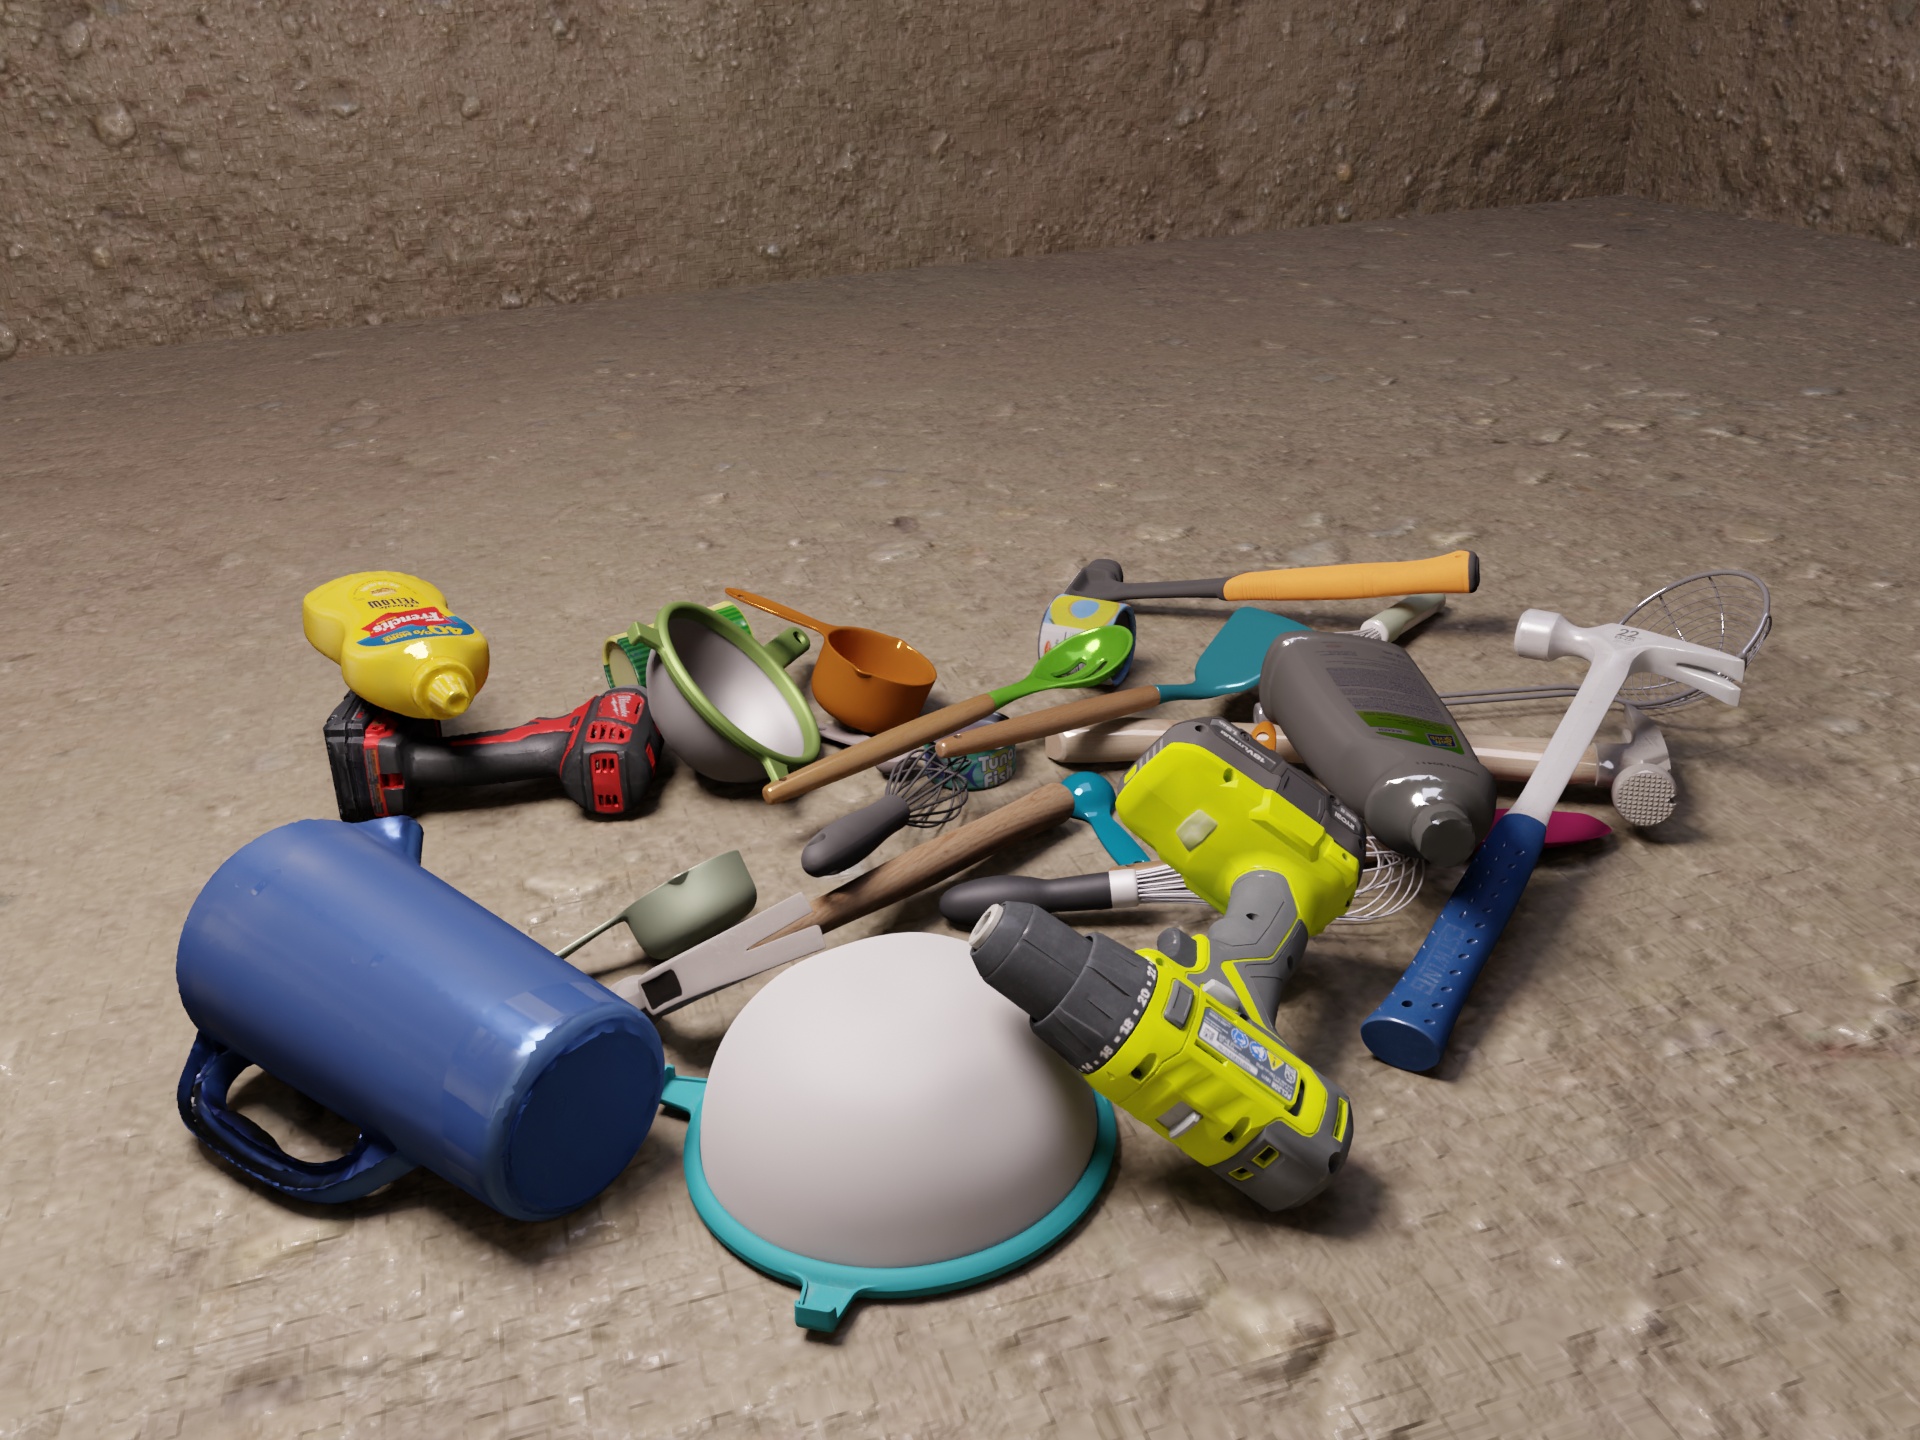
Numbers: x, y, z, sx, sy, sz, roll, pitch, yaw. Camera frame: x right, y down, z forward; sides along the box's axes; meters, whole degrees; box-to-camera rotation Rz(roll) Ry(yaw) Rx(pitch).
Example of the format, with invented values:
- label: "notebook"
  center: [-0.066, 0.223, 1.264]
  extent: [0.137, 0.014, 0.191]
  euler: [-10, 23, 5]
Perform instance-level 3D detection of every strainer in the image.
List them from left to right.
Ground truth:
- label: "strainer"
  center: [-0.166, -0.021, 1.170]
  extent: [0.069, 0.151, 0.256]
  euler: [-42, 5, 16]
- label: "strainer"
  center: [0.024, 0.148, 0.789]
  extent: [0.340, 0.095, 0.211]
  euler: [-18, 30, -25]

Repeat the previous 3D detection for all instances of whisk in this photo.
- label: "whisk"
  center: [-0.045, 0.057, 0.980]
  extent: [0.055, 0.055, 0.239]
  euler: [6, 12, 18]
- label: "whisk"
  center: [0.128, 0.097, 0.935]
  extent: [0.284, 0.070, 0.070]
  euler: [-7, 26, 4]
- label: "whisk"
  center: [0.324, -0.065, 1.258]
  extent: [0.246, 0.057, 0.059]
  euler: [-26, 69, -44]

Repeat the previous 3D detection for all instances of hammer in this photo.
- label: "hammer"
  center: [-0.044, 0.096, 0.930]
  extent: [0.331, 0.031, 0.130]
  euler: [-22, -6, -44]
- label: "hammer"
  center: [0.250, -0.109, 1.308]
  extent: [0.337, 0.034, 0.127]
  euler: [-2, 24, 22]
- label: "hammer"
  center: [0.263, 0.016, 1.095]
  extent: [0.411, 0.038, 0.146]
  euler: [3, 20, 16]
- label: "hammer"
  center: [0.339, 0.056, 0.929]
  extent: [0.144, 0.035, 0.405]
  euler: [14, 41, 32]

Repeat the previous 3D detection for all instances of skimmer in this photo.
- label: "skimmer"
  center: [0.393, -0.046, 1.146]
  extent: [0.363, 0.090, 0.127]
  euler: [-5, 26, -2]

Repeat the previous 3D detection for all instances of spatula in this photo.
- label: "spatula"
  center: [0.114, -0.023, 1.106]
  extent: [0.317, 0.044, 0.082]
  euler: [-15, 28, -34]

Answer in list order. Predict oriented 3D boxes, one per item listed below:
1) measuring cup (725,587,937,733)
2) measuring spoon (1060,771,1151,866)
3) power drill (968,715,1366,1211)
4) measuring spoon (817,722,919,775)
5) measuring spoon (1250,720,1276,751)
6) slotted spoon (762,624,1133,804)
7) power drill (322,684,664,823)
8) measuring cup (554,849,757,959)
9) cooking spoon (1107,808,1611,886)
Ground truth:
- label: "measuring cup"
  center: [-0.105, -0.044, 1.188]
  extent: [0.173, 0.052, 0.095]
  euler: [24, 22, 8]
- label: "measuring spoon"
  center: [0.097, 0.064, 1.034]
  extent: [0.042, 0.021, 0.129]
  euler: [-10, 27, -15]
- label: "power drill"
  center: [0.111, 0.101, 0.780]
  extent: [0.190, 0.080, 0.229]
  euler: [36, 39, -5]
- label: "measuring spoon"
  center: [-0.074, 0.021, 1.155]
  extent: [0.034, 0.018, 0.124]
  euler: [-13, 20, -37]
- label: "measuring spoon"
  center: [0.187, 0.043, 1.030]
  extent: [0.021, 0.011, 0.117]
  euler: [6, 51, 22]
- label: "slotted spoon"
  center: [-0.002, -0.004, 1.102]
  extent: [0.313, 0.031, 0.070]
  euler: [-23, 26, -31]
- label: "power drill"
  center: [-0.320, 0.013, 1.128]
  extent: [0.219, 0.078, 0.143]
  euler: [0, 26, -1]
- label: "measuring cup"
  center: [-0.191, 0.131, 0.910]
  extent: [0.167, 0.038, 0.083]
  euler: [-31, -6, -13]
- label: "cooking spoon"
  center: [0.248, 0.081, 0.987]
  extent: [0.319, 0.017, 0.069]
  euler: [-5, 15, -7]
